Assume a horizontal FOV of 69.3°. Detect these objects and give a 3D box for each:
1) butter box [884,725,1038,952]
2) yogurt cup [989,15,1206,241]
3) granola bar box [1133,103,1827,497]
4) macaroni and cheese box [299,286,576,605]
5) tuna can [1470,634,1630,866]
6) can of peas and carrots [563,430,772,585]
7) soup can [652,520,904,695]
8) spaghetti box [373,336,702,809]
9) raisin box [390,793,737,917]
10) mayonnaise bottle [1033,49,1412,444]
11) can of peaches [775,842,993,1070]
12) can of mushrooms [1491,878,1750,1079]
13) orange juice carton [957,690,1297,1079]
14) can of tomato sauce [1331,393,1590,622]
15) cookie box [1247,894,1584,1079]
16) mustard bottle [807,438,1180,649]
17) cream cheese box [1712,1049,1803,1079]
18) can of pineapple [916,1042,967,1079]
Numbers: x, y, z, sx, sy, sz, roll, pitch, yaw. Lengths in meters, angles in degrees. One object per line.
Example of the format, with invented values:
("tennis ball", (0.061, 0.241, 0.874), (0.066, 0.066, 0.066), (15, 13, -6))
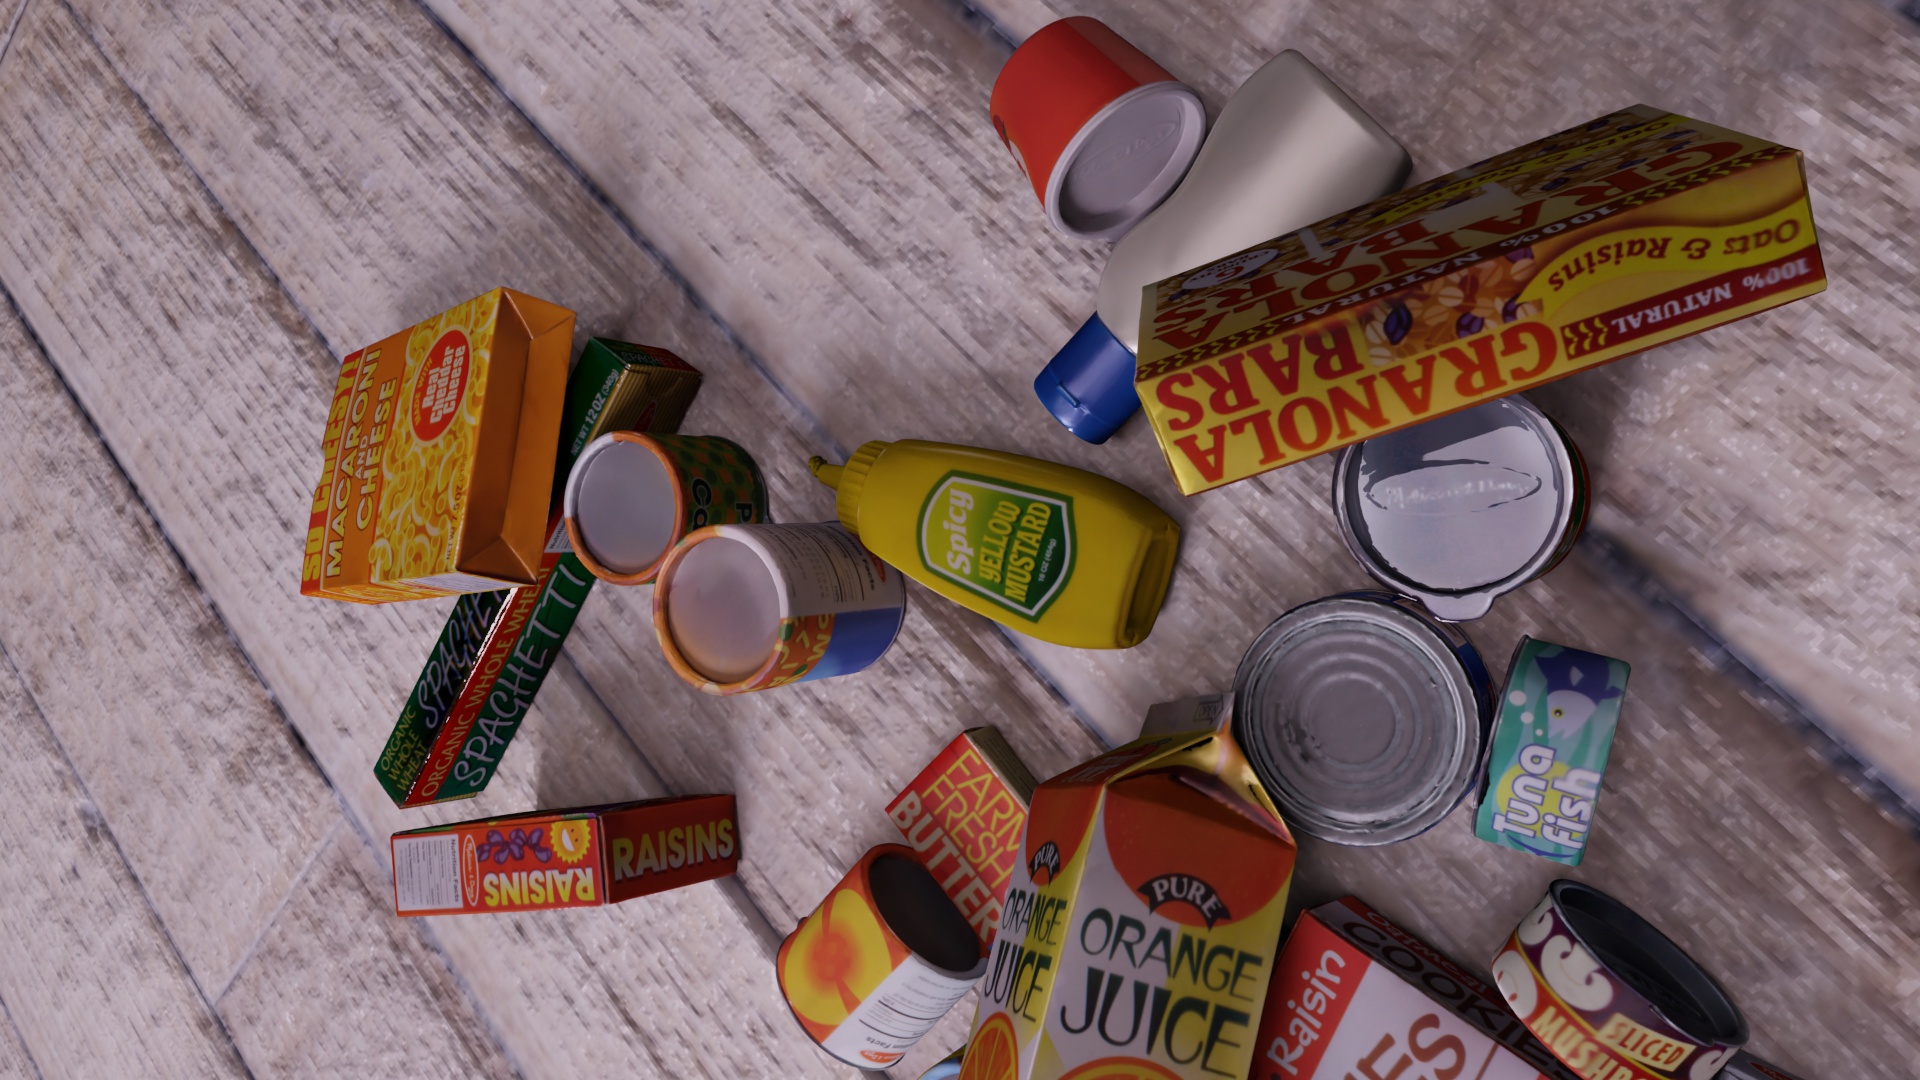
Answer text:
("butter box", (0.021, 0.127, 0.542), (0.053, 0.024, 0.104), (-47, 70, 19))
("yogurt cup", (0.047, -0.152, 0.506), (0.072, 0.072, 0.054), (-45, 63, 21))
("granola bar box", (0.136, -0.073, 0.405), (0.165, 0.125, 0.039), (-18, 108, 15))
("macaroni and cheese box", (-0.243, -0.037, 0.635), (0.166, 0.040, 0.124), (-7, 73, 44))
("tuna can", (0.182, 0.066, 0.429), (0.033, 0.071, 0.071), (14, 97, 26))
("can of peas and carrots", (-0.125, -0.013, 0.600), (0.071, 0.059, 0.071), (1, 91, 28))
("soup can", (-0.073, 0.027, 0.558), (0.071, 0.084, 0.071), (1, 91, 28))
("spaghetti box", (-0.199, 0.020, 0.644), (0.029, 0.050, 0.249), (39, 108, 24))
("raisin box", (-0.173, 0.137, 0.610), (0.123, 0.086, 0.040), (-10, 81, 28))
("mayonnaise bottle", (0.087, -0.098, 0.497), (0.065, 0.041, 0.147), (48, 112, 13))
("can of peaches", (-0.030, 0.160, 0.546), (0.071, 0.071, 0.058), (48, 111, 19))
("can of mushrooms", (0.199, 0.139, 0.421), (0.071, 0.071, 0.033), (40, 110, 22))
("orange juice carton", (0.054, 0.144, 0.465), (0.073, 0.071, 0.193), (19, 75, -11))
("can of tomato sauce", (0.160, -0.013, 0.434), (0.071, 0.083, 0.071), (0, 91, 28))
("cookie box", (0.160, 0.212, 0.441), (0.168, 0.040, 0.122), (31, 105, 36))
("mustard bottle", (0.002, -0.007, 0.537), (0.160, 0.049, 0.065), (18, 97, 27))
("cream cheese box", (0.242, 0.215, 0.424), (0.053, 0.024, 0.103), (23, 101, 28))
("can of pineapple", (0.017, 0.219, 0.525), (0.071, 0.058, 0.071), (0, 91, 28))
